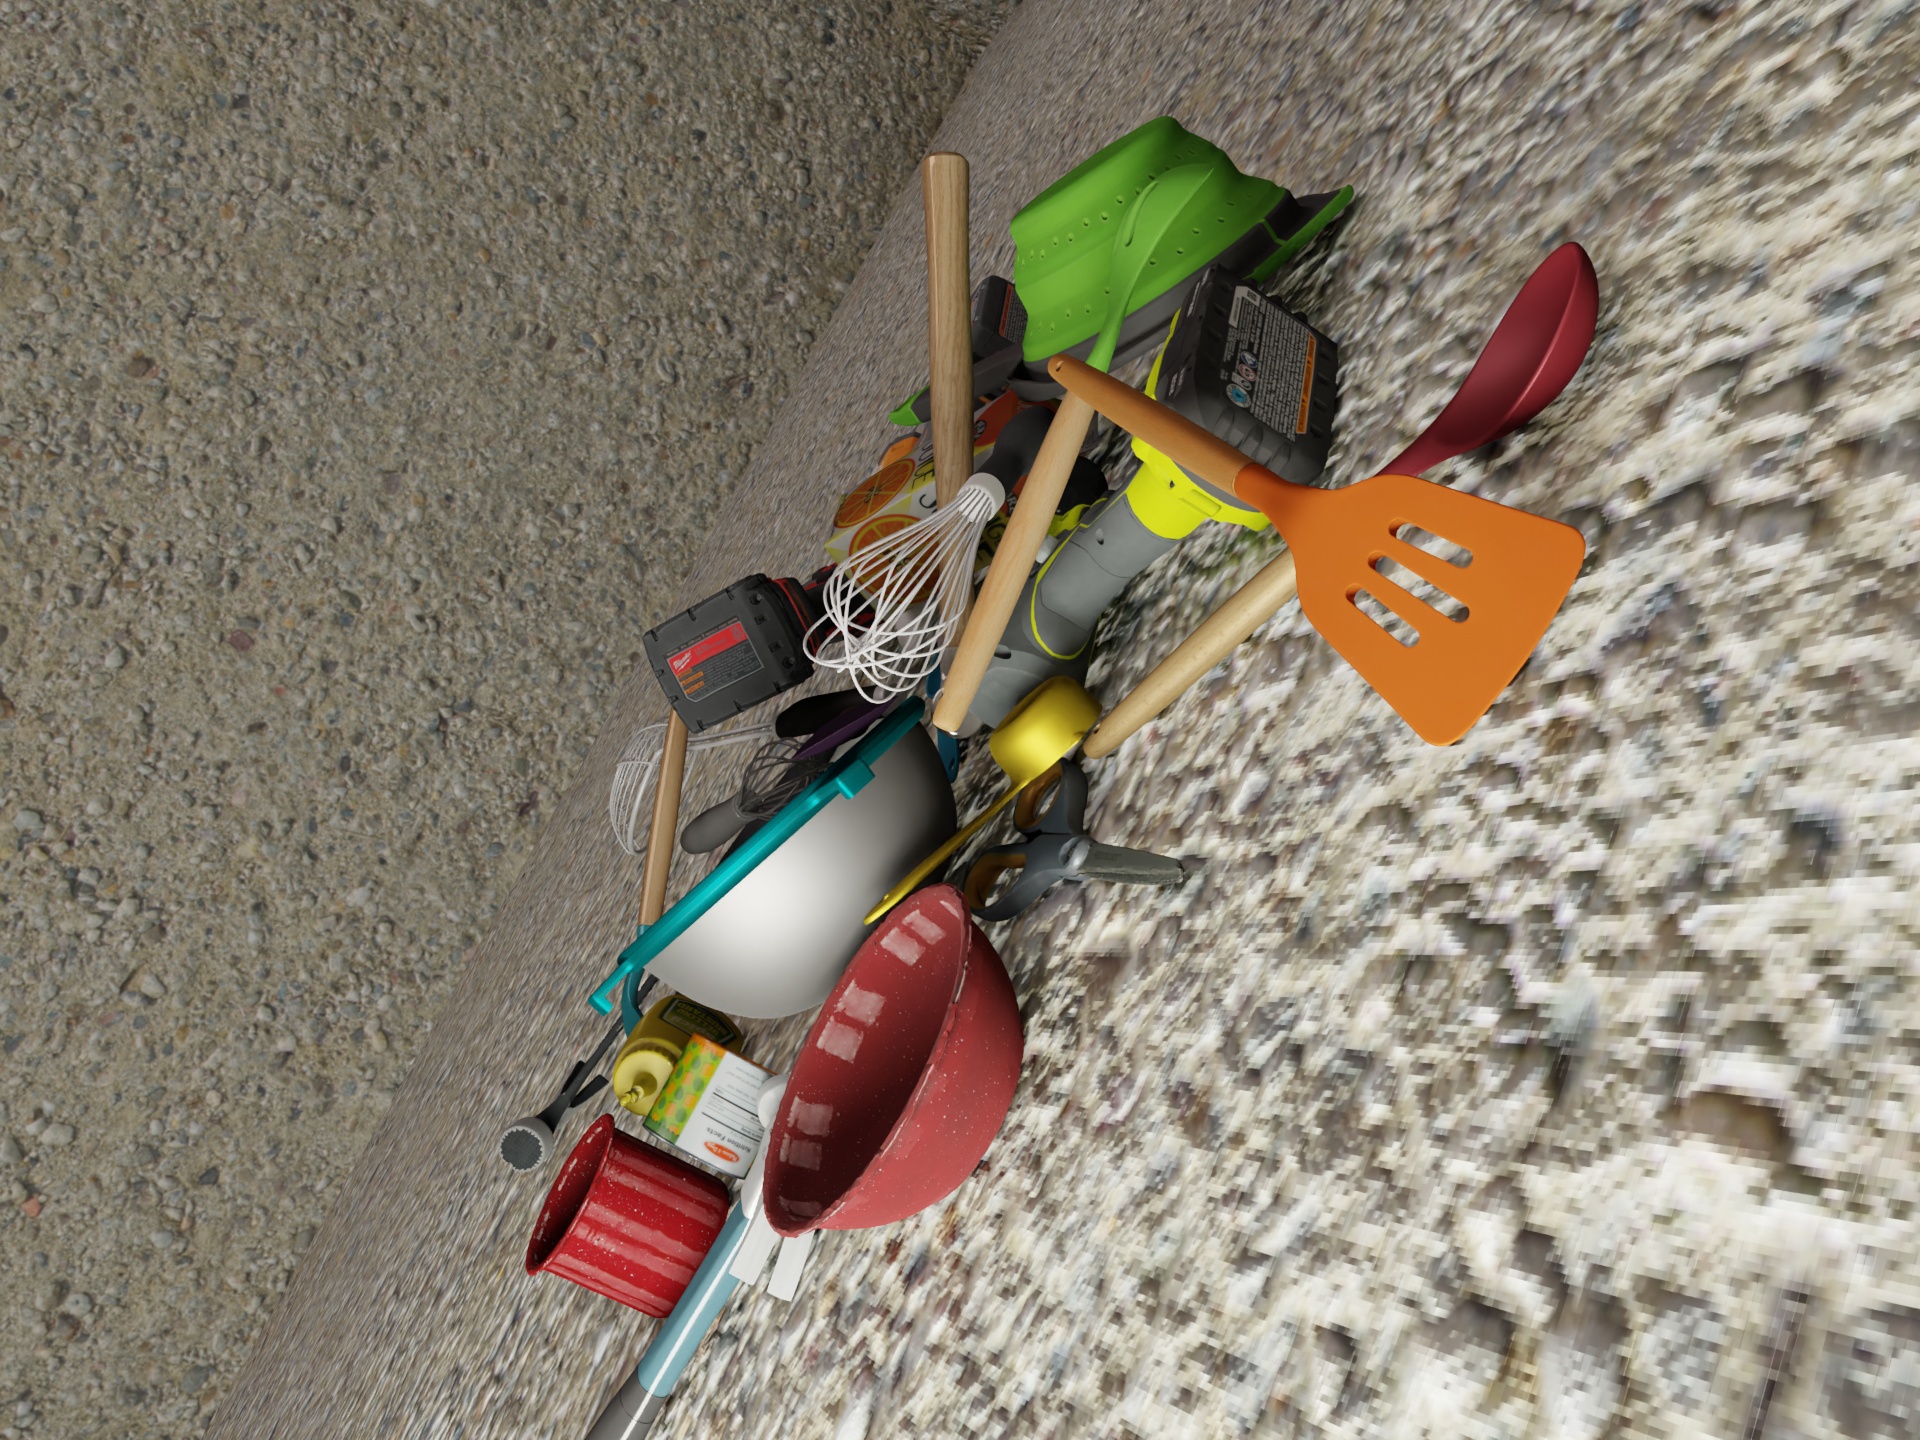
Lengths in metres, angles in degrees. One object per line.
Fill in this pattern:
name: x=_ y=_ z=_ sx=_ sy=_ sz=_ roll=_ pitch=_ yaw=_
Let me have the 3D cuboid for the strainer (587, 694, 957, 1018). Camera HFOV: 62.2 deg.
strainer: x=-0.058 y=0.075 z=0.902 sx=0.211 sy=0.095 sz=0.340 roll=-41 pitch=0 yaw=18

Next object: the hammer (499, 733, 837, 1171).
hammer: x=-0.205 y=0.160 z=1.215 sx=0.409 sy=0.036 sz=0.149 roll=-53 pitch=0 yaw=7

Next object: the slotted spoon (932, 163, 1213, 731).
slotted spoon: x=0.051 y=-0.139 z=0.771 sx=0.070 sy=0.031 sz=0.314 roll=152 pitch=141 yaw=-76

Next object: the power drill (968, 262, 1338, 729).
power drill: x=0.087 y=-0.117 z=0.810 sx=0.228 sy=0.080 sz=0.191 roll=-45 pitch=21 yaw=46

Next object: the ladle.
ladle: x=0.142 y=-0.068 z=0.649 sx=0.315 sy=0.031 sz=0.069 roll=-46 pitch=18 yaw=43

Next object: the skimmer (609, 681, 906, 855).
skimmer: x=-0.148 y=0.029 z=1.181 sx=0.363 sy=0.090 sz=0.127 roll=-12 pitch=43 yaw=45

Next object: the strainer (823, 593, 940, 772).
strainer: x=-0.056 y=-0.021 z=1.128 sx=0.258 sy=0.050 sz=0.087 roll=-60 pitch=1 yaw=7

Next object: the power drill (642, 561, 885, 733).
power drill: x=-0.133 y=-0.066 z=1.175 sx=0.188 sy=0.080 sz=0.227 roll=-24 pitch=6 yaw=32

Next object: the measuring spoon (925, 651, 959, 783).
measuring spoon: x=-0.002 y=-0.003 z=0.984 sx=0.042 sy=0.021 sz=0.129 roll=-56 pitch=24 yaw=33

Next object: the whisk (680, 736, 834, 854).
whisk: x=-0.150 y=0.061 z=1.105 sx=0.239 sy=0.055 sz=0.055 roll=-31 pitch=32 yaw=57

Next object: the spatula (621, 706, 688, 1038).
spatula: x=-0.205 y=0.123 z=1.119 sx=0.082 sy=0.044 sz=0.318 roll=131 pitch=146 yaw=-61

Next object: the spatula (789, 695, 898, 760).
spatula: x=-0.059 y=0.001 z=0.880 sx=0.060 sy=0.018 sz=0.316 roll=-31 pitch=2 yaw=-1

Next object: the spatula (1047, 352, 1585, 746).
spatula: x=0.108 y=-0.096 z=0.623 sx=0.081 sy=0.041 sz=0.323 roll=-59 pitch=31 yaw=13

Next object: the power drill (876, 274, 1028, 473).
power drill: x=-0.010 y=-0.224 z=1.283 sx=0.226 sy=0.084 sz=0.185 roll=-52 pitch=17 yaw=35

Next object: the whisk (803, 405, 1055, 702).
whisk: x=-0.002 y=-0.100 z=0.811 sx=0.070 sy=0.070 sz=0.285 roll=-45 pitch=7 yaw=39

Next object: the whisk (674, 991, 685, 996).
whisk: x=-0.156 y=0.165 z=1.065 sx=0.073 sy=0.073 sz=0.295 roll=-66 pitch=11 yaw=-24

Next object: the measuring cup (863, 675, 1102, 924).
measuring cup: x=0.004 y=0.035 z=0.756 sx=0.156 sy=0.029 sz=0.062 roll=-42 pitch=5 yaw=-15

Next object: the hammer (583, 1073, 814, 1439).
hammer: x=-0.161 y=0.342 z=0.800 sx=0.331 sy=0.033 sz=0.128 roll=-58 pitch=15 yaw=2

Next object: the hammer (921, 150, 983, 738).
hammer: x=-0.004 y=-0.157 z=0.922 sx=0.130 sy=0.031 sz=0.331 roll=-55 pitch=-36 yaw=-87

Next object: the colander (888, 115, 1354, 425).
colander: x=0.050 y=-0.269 z=0.978 sx=0.204 sy=0.094 sz=0.397 roll=-45 pitch=19 yaw=-30
